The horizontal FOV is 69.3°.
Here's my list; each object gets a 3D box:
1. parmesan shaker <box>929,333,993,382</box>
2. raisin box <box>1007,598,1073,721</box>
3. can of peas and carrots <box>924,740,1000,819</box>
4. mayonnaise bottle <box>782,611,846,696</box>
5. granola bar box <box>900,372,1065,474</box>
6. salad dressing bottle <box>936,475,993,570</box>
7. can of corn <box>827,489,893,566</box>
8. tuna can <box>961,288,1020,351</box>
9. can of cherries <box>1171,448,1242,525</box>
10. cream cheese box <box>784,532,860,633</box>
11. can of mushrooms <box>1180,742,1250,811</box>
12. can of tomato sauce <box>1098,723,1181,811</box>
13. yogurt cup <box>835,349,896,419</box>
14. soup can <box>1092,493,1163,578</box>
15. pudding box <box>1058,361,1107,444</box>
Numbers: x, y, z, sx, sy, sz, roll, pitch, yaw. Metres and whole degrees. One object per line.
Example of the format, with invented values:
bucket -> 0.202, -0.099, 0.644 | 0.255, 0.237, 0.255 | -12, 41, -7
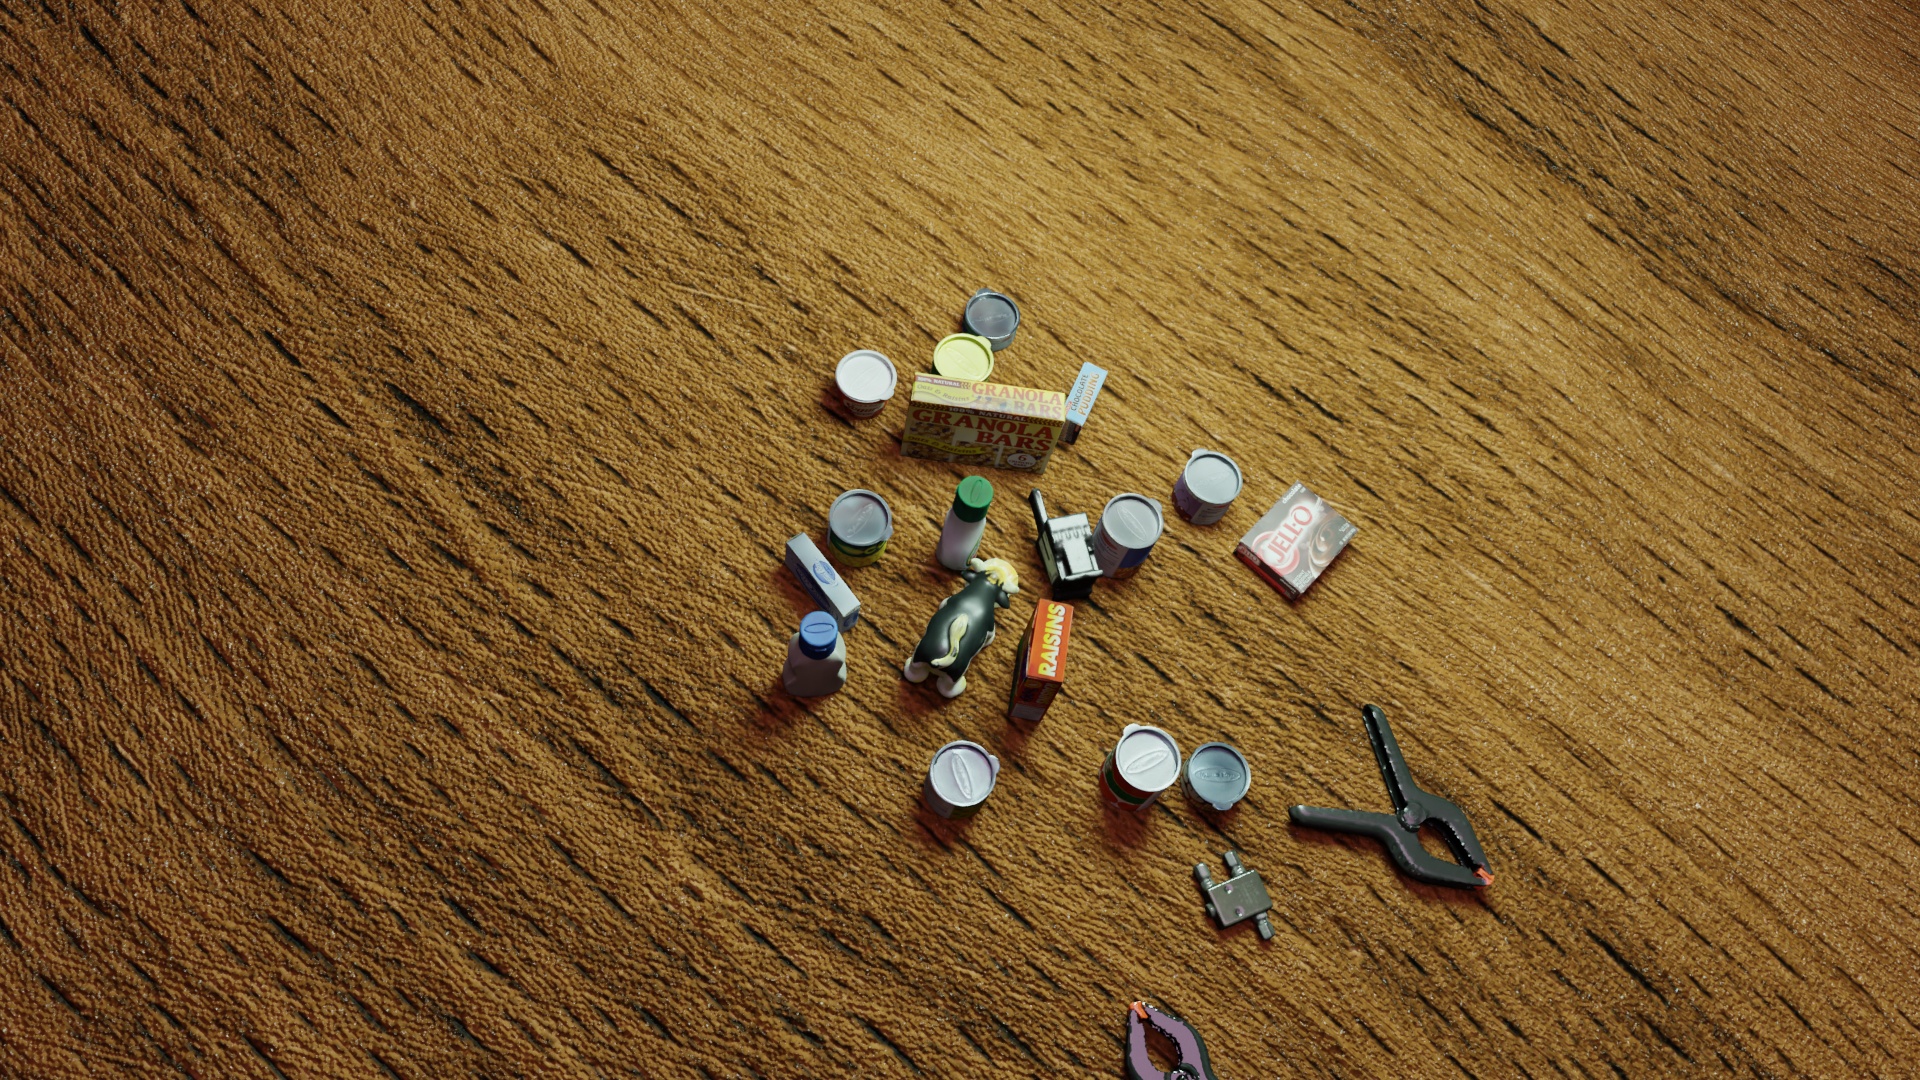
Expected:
parmesan shaker -> -0.001, -0.178, 1.558 | 0.071, 0.102, 0.071 | 3, 64, -7
raisin box -> 0.080, 0.123, 1.414 | 0.040, 0.123, 0.086 | 13, 64, -2
can of peas and carrots -> 0.001, 0.238, 1.383 | 0.071, 0.058, 0.071 | 3, 64, -7
mayonnaise bottle -> -0.142, 0.113, 1.372 | 0.065, 0.147, 0.041 | -5, 66, -11
granola bar box -> 0.023, -0.128, 1.526 | 0.166, 0.123, 0.039 | 7, 64, -5
salad dressing bottle -> 0.005, -0.018, 1.458 | 0.044, 0.147, 0.064 | 20, 64, 1
can of corn -> -0.107, -0.011, 1.487 | 0.071, 0.058, 0.071 | 3, 64, -7
tuna can -> 0.035, -0.260, 1.642 | 0.071, 0.032, 0.071 | 3, 64, -7
can of cherries -> 0.277, -0.061, 1.568 | 0.071, 0.058, 0.072 | 3, 64, -7
cream cheese box -> -0.145, 0.045, 1.457 | 0.024, 0.053, 0.104 | -34, 74, -21
can of mushrooms -> 0.262, 0.247, 1.432 | 0.071, 0.033, 0.071 | 3, 64, -7
can of tomato sauce -> 0.178, 0.230, 1.400 | 0.071, 0.082, 0.071 | 3, 64, -7
yogurt cup -> -0.108, -0.173, 1.568 | 0.072, 0.053, 0.072 | 3, 64, -7
soup can -> 0.180, -0.005, 1.513 | 0.071, 0.083, 0.071 | 3, 64, -7
pudding box -> 0.137, -0.158, 1.599 | 0.030, 0.049, 0.084 | 25, 64, 4
